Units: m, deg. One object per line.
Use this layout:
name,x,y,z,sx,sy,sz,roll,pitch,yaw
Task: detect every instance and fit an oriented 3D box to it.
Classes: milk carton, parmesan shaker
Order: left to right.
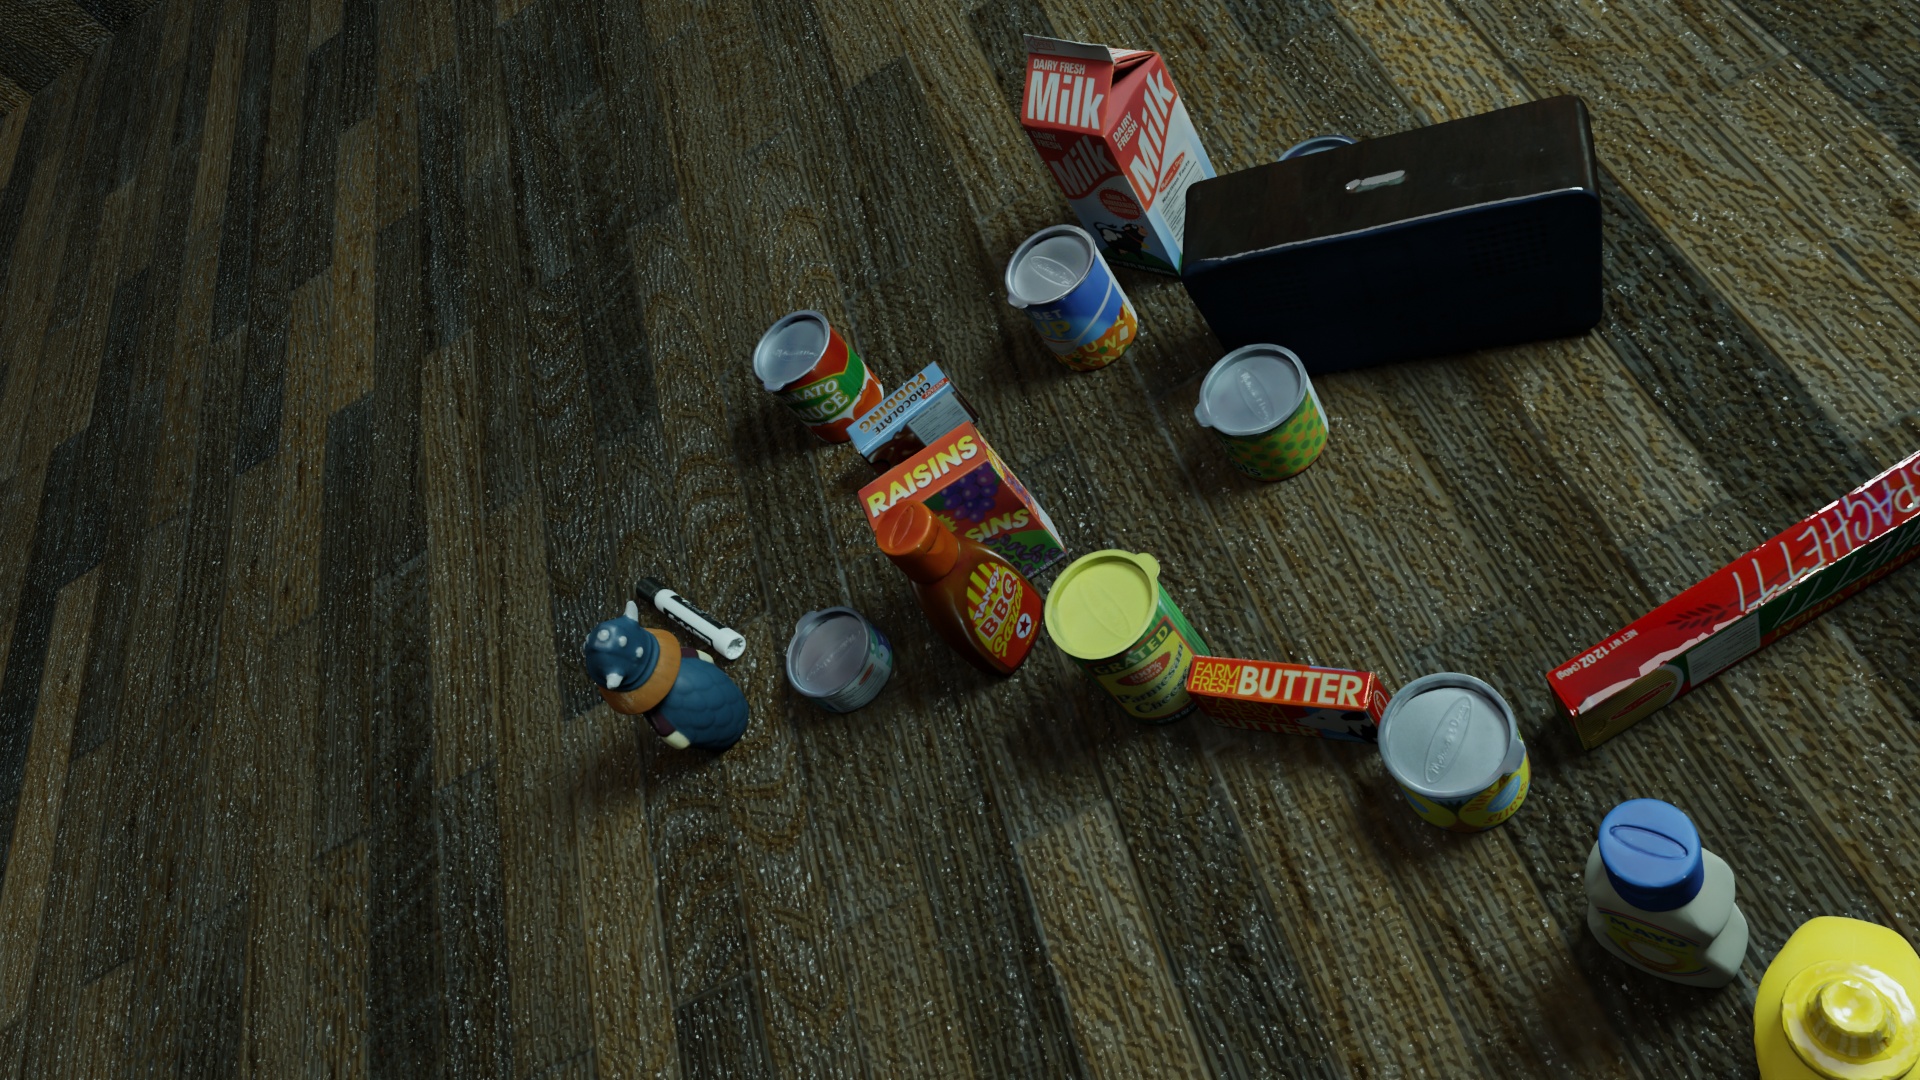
milk carton,0.107,-0.267,0.936,0.072,0.190,0.073,23,75,38
parmesan shaker,0.101,0.056,0.796,0.071,0.103,0.071,-15,55,22

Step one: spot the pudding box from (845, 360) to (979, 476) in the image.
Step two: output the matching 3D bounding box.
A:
pudding box,-0.034,-0.083,0.996,0.083,0.049,0.030,-38,50,5

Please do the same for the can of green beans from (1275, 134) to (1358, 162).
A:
can of green beans,0.242,-0.223,0.917,0.071,0.057,0.071,-15,55,22

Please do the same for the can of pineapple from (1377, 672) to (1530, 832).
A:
can of pineapple,0.252,0.110,0.704,0.071,0.057,0.071,-15,55,22

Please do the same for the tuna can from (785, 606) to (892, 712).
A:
tuna can,-0.082,0.079,0.934,0.071,0.032,0.071,-15,55,22

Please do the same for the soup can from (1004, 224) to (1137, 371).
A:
soup can,0.076,-0.164,0.960,0.071,0.083,0.071,-15,55,22

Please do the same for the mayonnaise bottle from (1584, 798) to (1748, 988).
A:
mayonnaise bottle,0.298,0.151,0.593,0.065,0.147,0.041,15,70,36

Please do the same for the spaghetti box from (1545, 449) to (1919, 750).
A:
spaghetti box,0.405,0.020,0.677,0.250,0.050,0.029,-34,50,8

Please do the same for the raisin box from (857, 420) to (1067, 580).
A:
raisin box,0.003,-0.011,0.881,0.086,0.123,0.040,-32,51,10

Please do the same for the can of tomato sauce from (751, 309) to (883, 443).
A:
can of tomato sauce,-0.105,-0.119,1.038,0.071,0.083,0.071,-15,55,22

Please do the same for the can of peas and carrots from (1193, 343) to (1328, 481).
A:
can of peas and carrots,0.186,-0.077,0.858,0.071,0.058,0.071,-15,55,22

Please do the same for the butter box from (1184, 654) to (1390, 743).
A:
butter box,0.180,0.087,0.763,0.103,0.053,0.024,3,64,32

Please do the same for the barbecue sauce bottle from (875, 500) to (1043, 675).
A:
barbecue sauce bottle,-0.001,0.027,0.843,0.043,0.148,0.065,11,68,35
